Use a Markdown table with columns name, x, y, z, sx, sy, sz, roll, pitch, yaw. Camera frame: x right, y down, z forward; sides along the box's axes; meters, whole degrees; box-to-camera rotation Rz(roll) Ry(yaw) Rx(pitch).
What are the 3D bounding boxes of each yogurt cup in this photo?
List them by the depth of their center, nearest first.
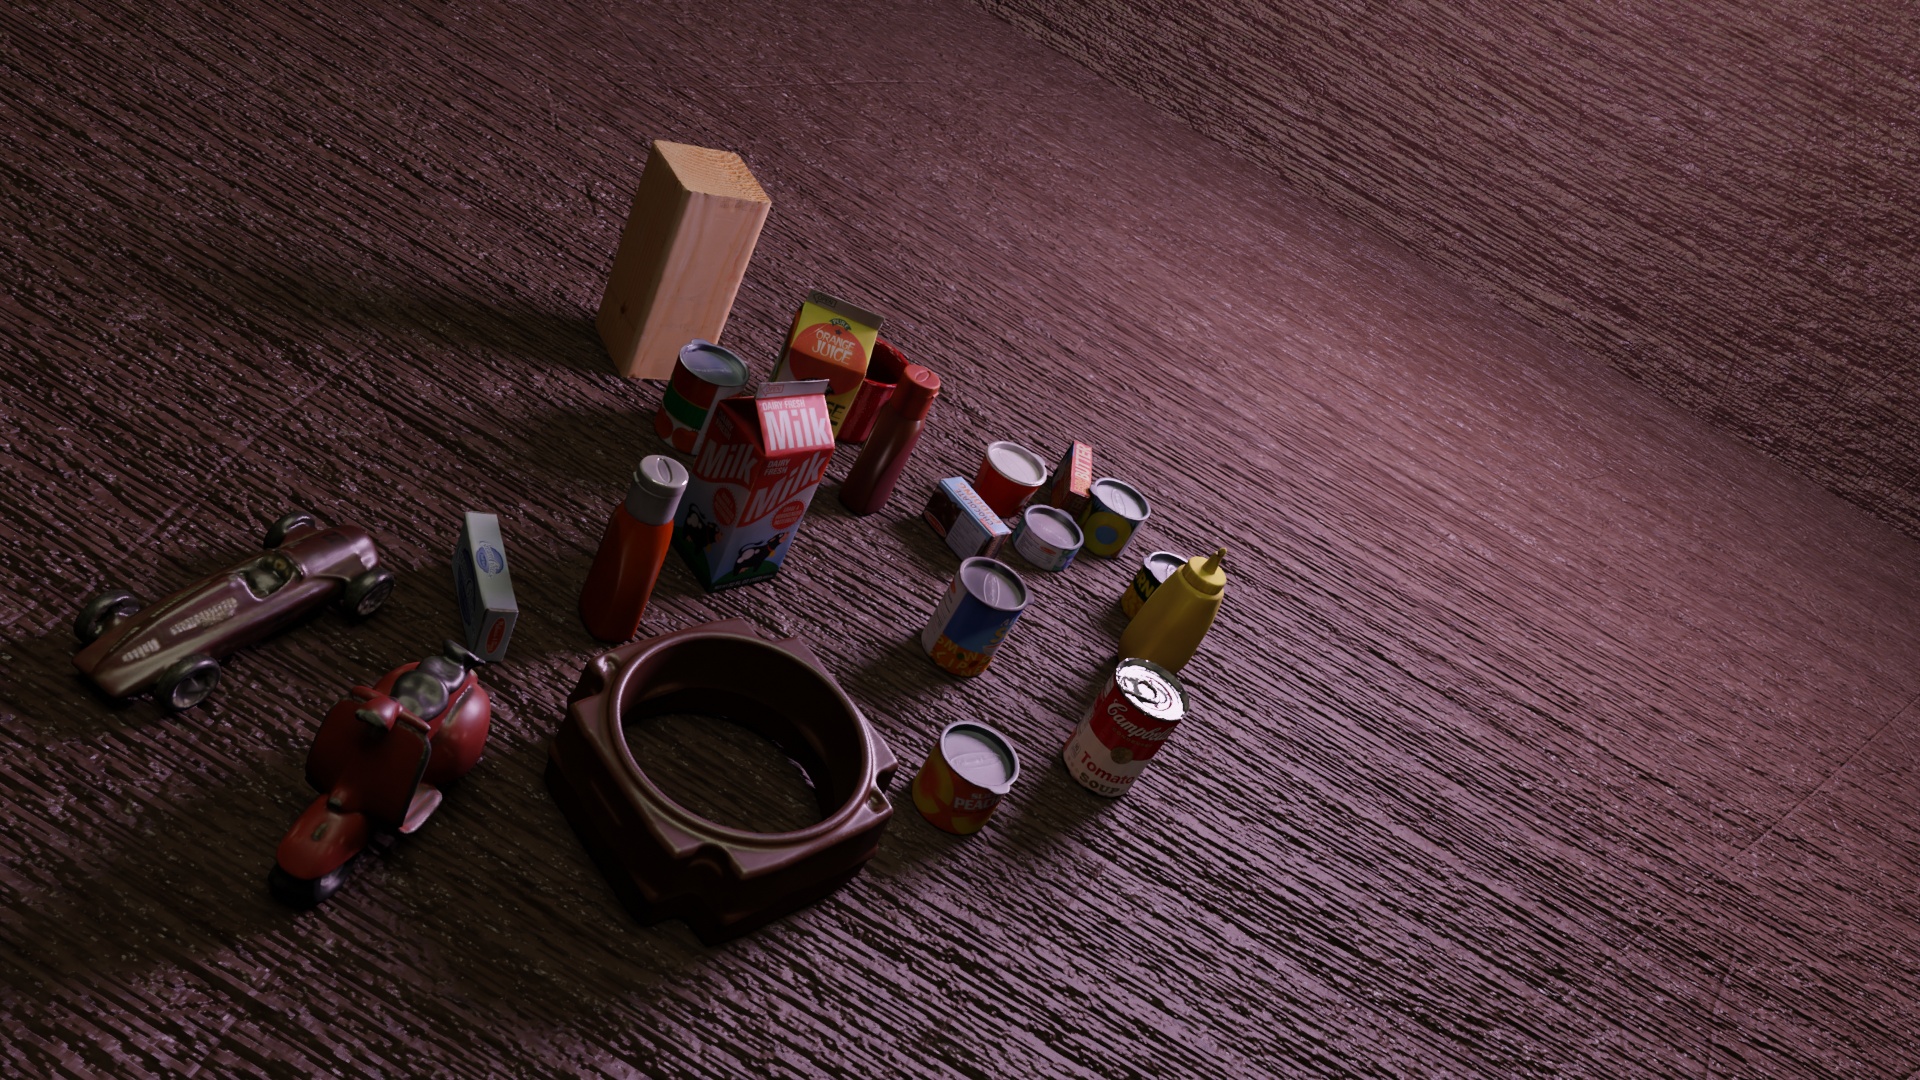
| name | x | y | z | sx | sy | sz | roll | pitch | yaw |
| --- | --- | --- | --- | --- | --- | --- | --- | --- | --- |
| yogurt cup | 0.047 | -0.061 | 1.421 | 0.072 | 0.053 | 0.073 | 20 | 34 | -14 |

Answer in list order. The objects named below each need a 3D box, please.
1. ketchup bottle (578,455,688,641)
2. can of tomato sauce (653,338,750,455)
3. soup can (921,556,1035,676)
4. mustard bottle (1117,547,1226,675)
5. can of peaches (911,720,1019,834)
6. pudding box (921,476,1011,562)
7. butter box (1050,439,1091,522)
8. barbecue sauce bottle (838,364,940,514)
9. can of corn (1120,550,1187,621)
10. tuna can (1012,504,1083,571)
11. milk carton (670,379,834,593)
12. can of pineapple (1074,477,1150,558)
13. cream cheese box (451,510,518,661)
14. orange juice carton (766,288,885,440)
| name | x | y | z | sx | sy | sz | roll | pitch | yaw |
| --- | --- | --- | --- | --- | --- | --- | --- | --- | --- |
| ketchup bottle | -0.242 | 0.004 | 1.029 | 0.043 | 0.148 | 0.065 | 6 | 39 | -32 |
| can of tomato sauce | -0.239 | -0.131 | 1.274 | 0.071 | 0.082 | 0.071 | 20 | 34 | -14 |
| soup can | 0.014 | 0.067 | 1.197 | 0.071 | 0.083 | 0.072 | 20 | 34 | -14 |
| mustard bottle | 0.204 | 0.063 | 1.275 | 0.065 | 0.159 | 0.049 | 6 | 39 | -32 |
| can of peaches | 0.004 | 0.183 | 1.057 | 0.071 | 0.057 | 0.071 | 20 | 34 | -14 |
| pudding box | 0.005 | -0.017 | 1.334 | 0.030 | 0.049 | 0.084 | -12 | 51 | -46 |
| butter box | 0.117 | -0.058 | 1.471 | 0.024 | 0.052 | 0.104 | 23 | 33 | -9 |
| barbecue sauce bottle | -0.064 | -0.095 | 1.297 | 0.044 | 0.147 | 0.065 | 33 | 33 | 6 |
| can of corn | 0.199 | 0.052 | 1.379 | 0.071 | 0.058 | 0.071 | 20 | 34 | -14 |
| tuna can | 0.088 | -0.003 | 1.394 | 0.071 | 0.032 | 0.071 | 20 | 34 | -14 |
| milk carton | -0.166 | -0.054 | 1.126 | 0.072 | 0.189 | 0.073 | -11 | 50 | -45 |
| can of pineapple | 0.154 | -0.024 | 1.449 | 0.071 | 0.057 | 0.071 | 20 | 34 | -14 |
| cream cheese box | -0.344 | 0.033 | 1.001 | 0.024 | 0.053 | 0.104 | 5 | 40 | -33 |
| orange juice carton | -0.136 | -0.137 | 1.259 | 0.072 | 0.191 | 0.073 | 20 | 34 | -15 |
